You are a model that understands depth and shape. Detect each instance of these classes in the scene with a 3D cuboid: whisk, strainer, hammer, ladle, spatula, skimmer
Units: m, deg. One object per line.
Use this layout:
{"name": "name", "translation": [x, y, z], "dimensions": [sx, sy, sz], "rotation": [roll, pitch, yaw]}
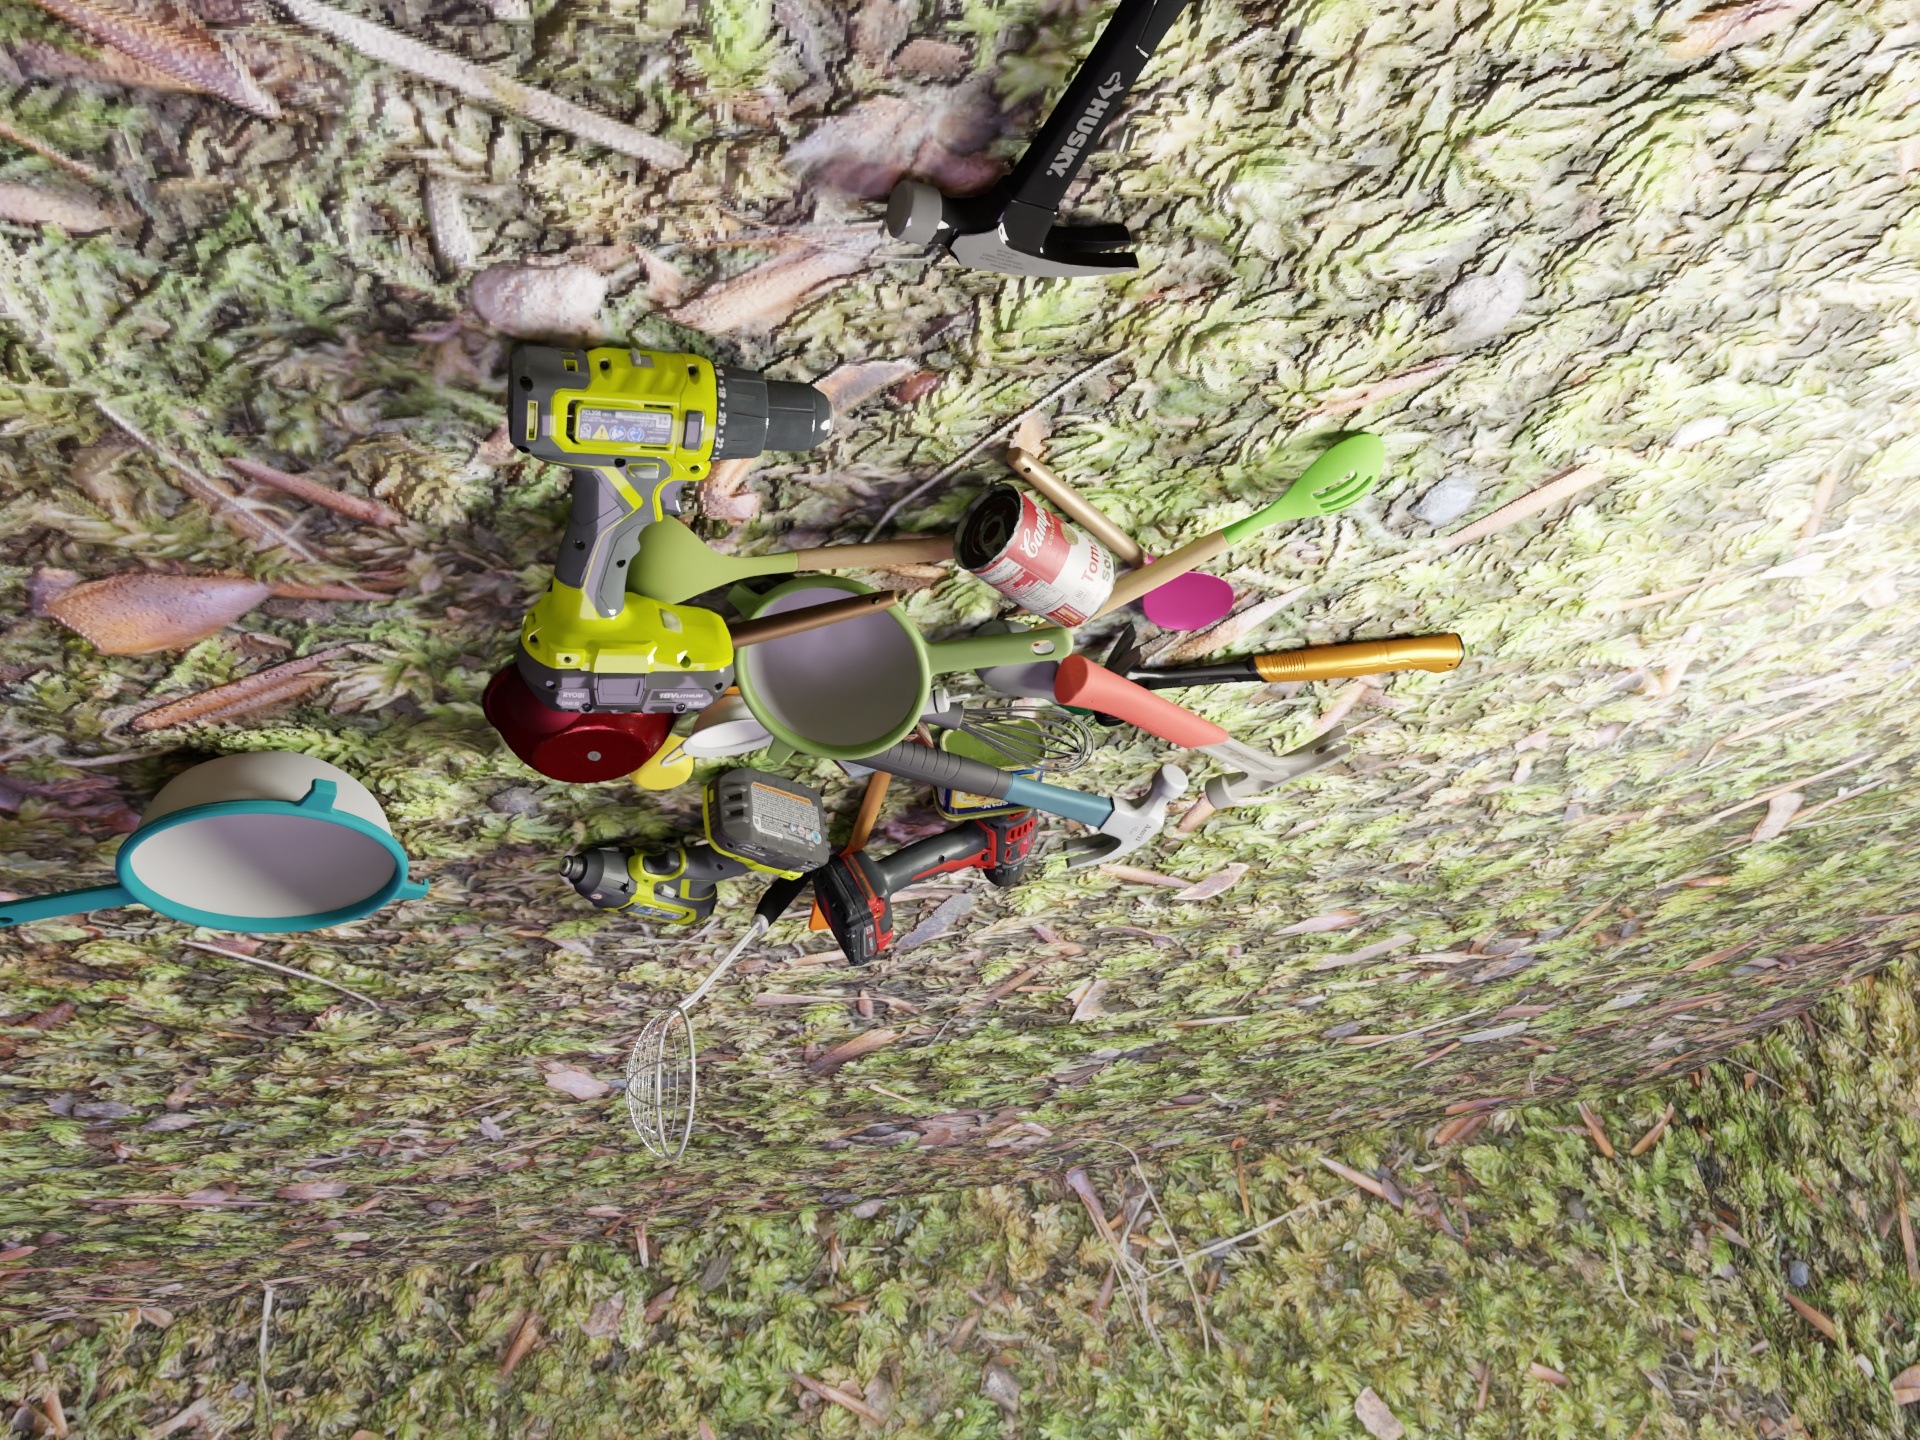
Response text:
{"name": "whisk", "translation": [-0.002, -0.005, 1.322], "dimensions": [0.239, 0.055, 0.055], "rotation": [15, 145, -12]}
{"name": "strainer", "translation": [-0.119, -0.003, 1.286], "dimensions": [0.258, 0.050, 0.086], "rotation": [-8, 164, 7]}
{"name": "hammer", "translation": [0.027, 0.052, 1.385], "dimensions": [0.330, 0.033, 0.128], "rotation": [16, 128, -20]}
{"name": "strainer", "translation": [-0.613, 0.095, 1.269], "dimensions": [0.340, 0.095, 0.210], "rotation": [-10, 149, 2]}
{"name": "strainer", "translation": [-0.041, -0.055, 1.196], "dimensions": [0.256, 0.069, 0.151], "rotation": [-6, 116, 11]}
{"name": "hammer", "translation": [0.289, -0.052, 1.401], "dimensions": [0.337, 0.034, 0.127], "rotation": [-6, 152, -11]}
{"name": "ladle", "translation": [-0.196, -0.052, 1.162], "dimensions": [0.315, 0.069, 0.031], "rotation": [-13, 172, 11]}
{"name": "spatula", "translation": [-0.093, 0.116, 1.554], "dimensions": [0.081, 0.041, 0.322], "rotation": [-11, 152, -21]}
{"name": "ladle", "translation": [-0.096, -0.125, 1.129], "dimensions": [0.320, 0.062, 0.078], "rotation": [-7, 145, -23]}
{"name": "hammer", "translation": [0.096, -0.348, 0.789], "dimensions": [0.146, 0.035, 0.334], "rotation": [6, 147, -28]}
{"name": "hammer", "translation": [0.205, 0.004, 1.398], "dimensions": [0.149, 0.037, 0.358], "rotation": [-28, 150, 29]}
{"name": "skimmer", "translation": [-0.192, 0.240, 1.451], "dimensions": [0.090, 0.363, 0.127], "rotation": [32, 131, 6]}

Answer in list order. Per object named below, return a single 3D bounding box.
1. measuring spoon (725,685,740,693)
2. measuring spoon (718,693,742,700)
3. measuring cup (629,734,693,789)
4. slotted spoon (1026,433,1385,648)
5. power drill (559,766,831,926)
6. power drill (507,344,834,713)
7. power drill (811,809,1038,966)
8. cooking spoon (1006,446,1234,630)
{"name": "measuring spoon", "translation": [-0.163, -0.030, 1.299], "dimensions": [0.117, 0.011, 0.021], "rotation": [-3, 165, -23]}
{"name": "measuring spoon", "translation": [-0.142, -0.016, 1.331], "dimensions": [0.124, 0.018, 0.034], "rotation": [7, 144, -19]}
{"name": "measuring cup", "translation": [-0.210, 0.026, 1.357], "dimensions": [0.156, 0.029, 0.062], "rotation": [-14, 152, 8]}
{"name": "slotted spoon", "translation": [0.179, -0.125, 1.204], "dimensions": [0.314, 0.031, 0.070], "rotation": [-27, 149, 19]}
{"name": "power drill", "translation": [-0.247, 0.125, 1.479], "dimensions": [0.223, 0.080, 0.171], "rotation": [-26, 150, 31]}
{"name": "power drill", "translation": [-0.186, -0.120, 0.992], "dimensions": [0.190, 0.080, 0.228], "rotation": [0, 124, -20]}
{"name": "power drill", "translation": [-0.026, 0.151, 1.566], "dimensions": [0.226, 0.080, 0.187], "rotation": [-26, 155, -14]}
{"name": "cooking spoon", "translation": [0.124, -0.133, 1.207], "dimensions": [0.069, 0.017, 0.318], "rotation": [-30, 147, 23]}
